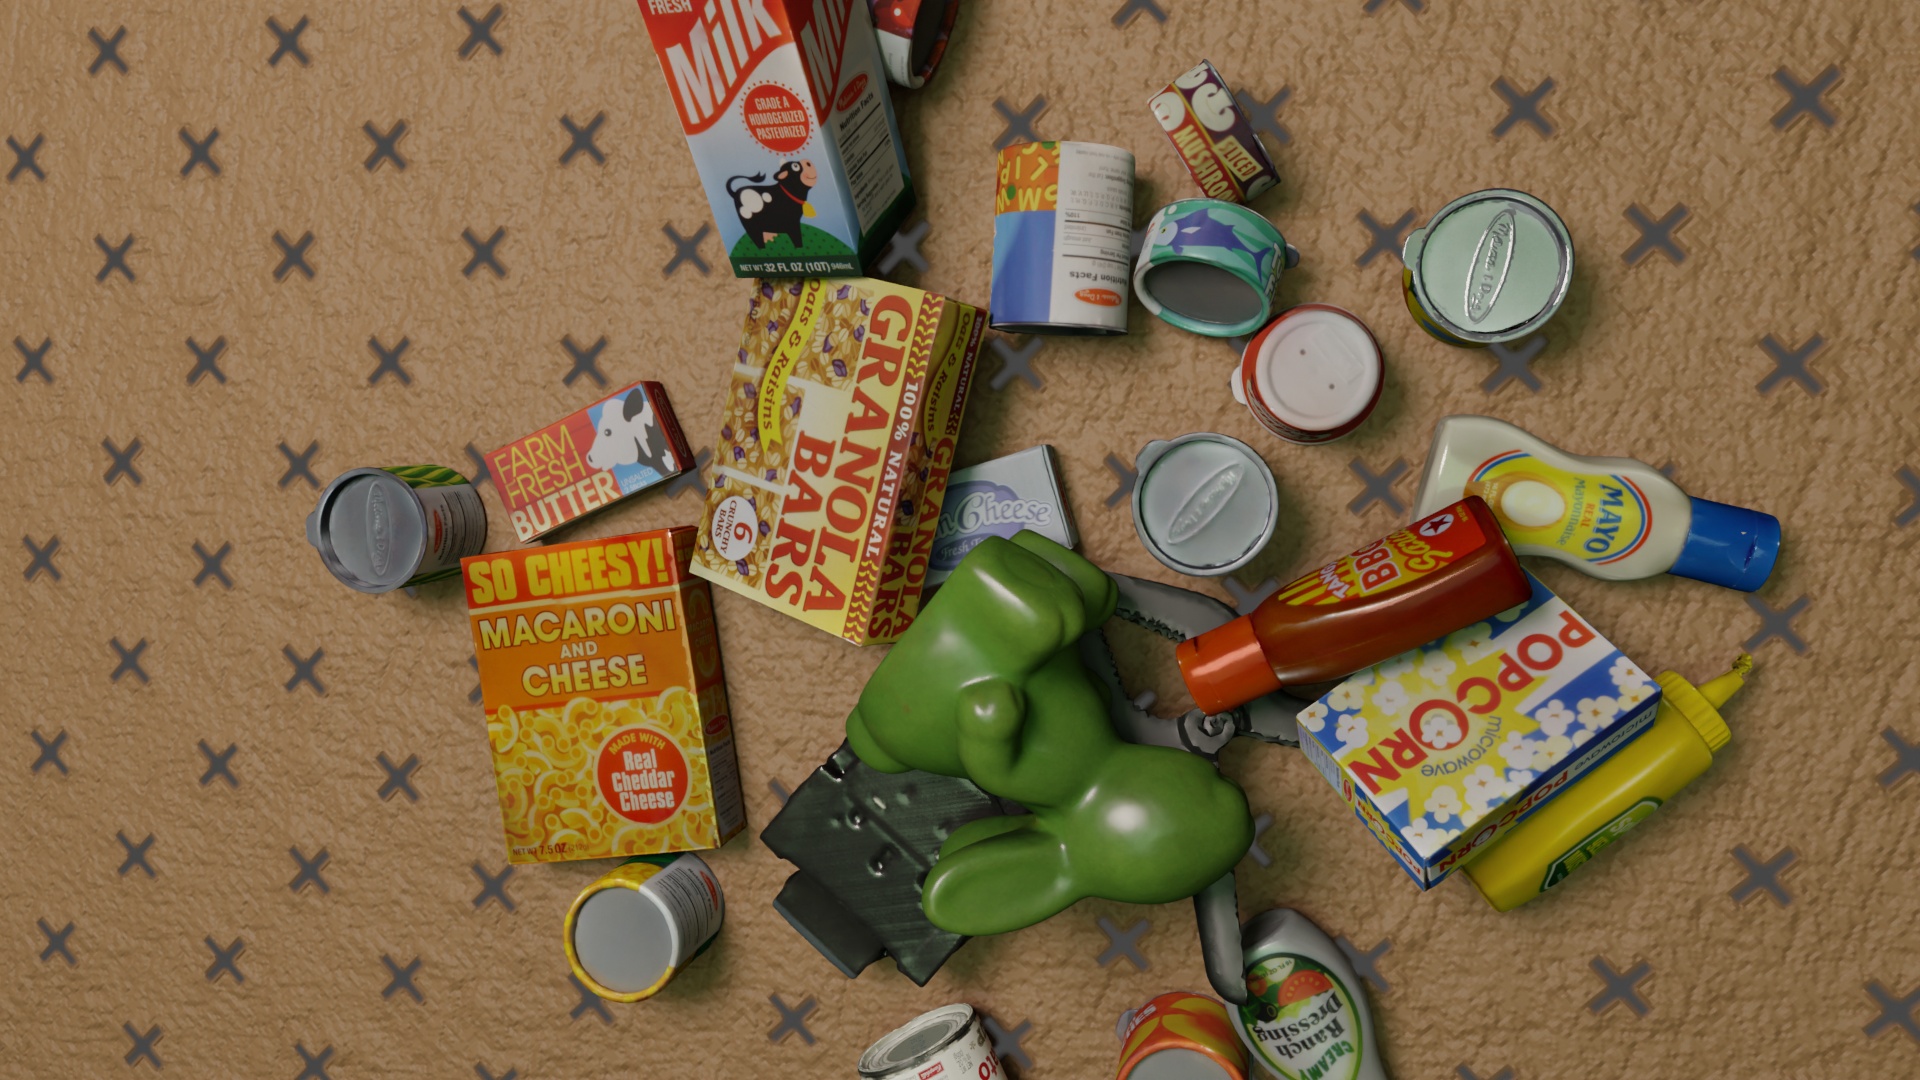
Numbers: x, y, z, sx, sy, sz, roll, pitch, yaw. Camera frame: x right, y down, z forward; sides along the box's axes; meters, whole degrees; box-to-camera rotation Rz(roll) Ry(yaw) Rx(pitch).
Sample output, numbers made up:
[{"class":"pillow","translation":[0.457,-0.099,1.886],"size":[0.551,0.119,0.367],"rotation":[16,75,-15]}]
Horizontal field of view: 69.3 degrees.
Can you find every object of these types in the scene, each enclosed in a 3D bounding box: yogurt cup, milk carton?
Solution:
[{"class":"yogurt cup","translation":[0.164,-0.078,0.643],"size":[0.072,0.054,0.072],"rotation":[1,94,11]},{"class":"milk carton","translation":[-0.085,-0.218,0.622],"size":[0.072,0.074,0.189],"rotation":[5,132,23]}]

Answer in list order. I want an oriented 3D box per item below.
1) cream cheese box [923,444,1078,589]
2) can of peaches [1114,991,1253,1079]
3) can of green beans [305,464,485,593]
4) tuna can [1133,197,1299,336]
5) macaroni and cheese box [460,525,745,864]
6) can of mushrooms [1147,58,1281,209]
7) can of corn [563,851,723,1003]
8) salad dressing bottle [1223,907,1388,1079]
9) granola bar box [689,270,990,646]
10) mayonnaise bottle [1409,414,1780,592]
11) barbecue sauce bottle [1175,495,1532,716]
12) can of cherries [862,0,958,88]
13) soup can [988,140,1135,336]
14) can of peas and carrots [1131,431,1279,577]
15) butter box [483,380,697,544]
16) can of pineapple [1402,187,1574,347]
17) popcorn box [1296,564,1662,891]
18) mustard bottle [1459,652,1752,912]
[{"class":"cream cheese box","translation":[0.002,-0.009,0.697],"size":[0.104,0.024,0.053],"rotation":[-16,90,13]},{"class":"can of peaches","translation":[0.107,0.262,0.678],"size":[0.071,0.058,0.071],"rotation":[1,95,12]},{"class":"can of green beans","translation":[-0.299,-0.008,0.745],"size":[0.071,0.058,0.071],"rotation":[1,95,12]},{"class":"tuna can","translation":[0.117,-0.124,0.639],"size":[0.071,0.071,0.033],"rotation":[16,70,11]},{"class":"macaroni and cheese box","translation":[-0.189,0.082,0.737],"size":[0.124,0.040,0.166],"rotation":[-7,93,13]},{"class":"can of mushrooms","translation":[0.117,-0.182,0.637],"size":[0.033,0.071,0.071],"rotation":[-31,87,14]},{"class":"can of corn","translation":[-0.169,0.202,0.732],"size":[0.071,0.058,0.071],"rotation":[1,94,12]},{"class":"salad dressing bottle","translation":[0.180,0.252,0.669],"size":[0.064,0.044,0.147],"rotation":[-32,87,12]},{"class":"granola bar box","translation":[-0.062,-0.046,0.679],"size":[0.124,0.039,0.165],"rotation":[19,99,36]},{"class":"mayonnaise bottle","translation":[0.285,-0.012,0.628],"size":[0.148,0.041,0.064],"rotation":[15,100,11]},{"class":"barbecue sauce bottle","translation":[0.169,0.033,0.610],"size":[0.148,0.065,0.043],"rotation":[-27,107,17]},{"class":"can of cherries","translation":[-0.037,-0.260,0.666],"size":[0.058,0.071,0.071],"rotation":[21,98,10]},{"class":"soup can","translation":[0.046,-0.141,0.659],"size":[0.071,0.071,0.083],"rotation":[3,94,12]},{"class":"can of peas and carrots","translation":[0.114,-0.020,0.655],"size":[0.071,0.059,0.071],"rotation":[1,94,13]},{"class":"butter box","translation":[-0.198,-0.041,0.738],"size":[0.103,0.024,0.053],"rotation":[-23,90,13]},{"class":"can of pineapple","translation":[0.233,-0.121,0.623],"size":[0.071,0.058,0.071],"rotation":[1,94,12]},{"class":"popcorn box","translation":[0.223,0.078,0.603],"size":[0.127,0.038,0.085],"rotation":[-34,53,-5]},{"class":"mustard bottle","translation":[0.291,0.103,0.623],"size":[0.160,0.065,0.049],"rotation":[-40,57,8]}]
